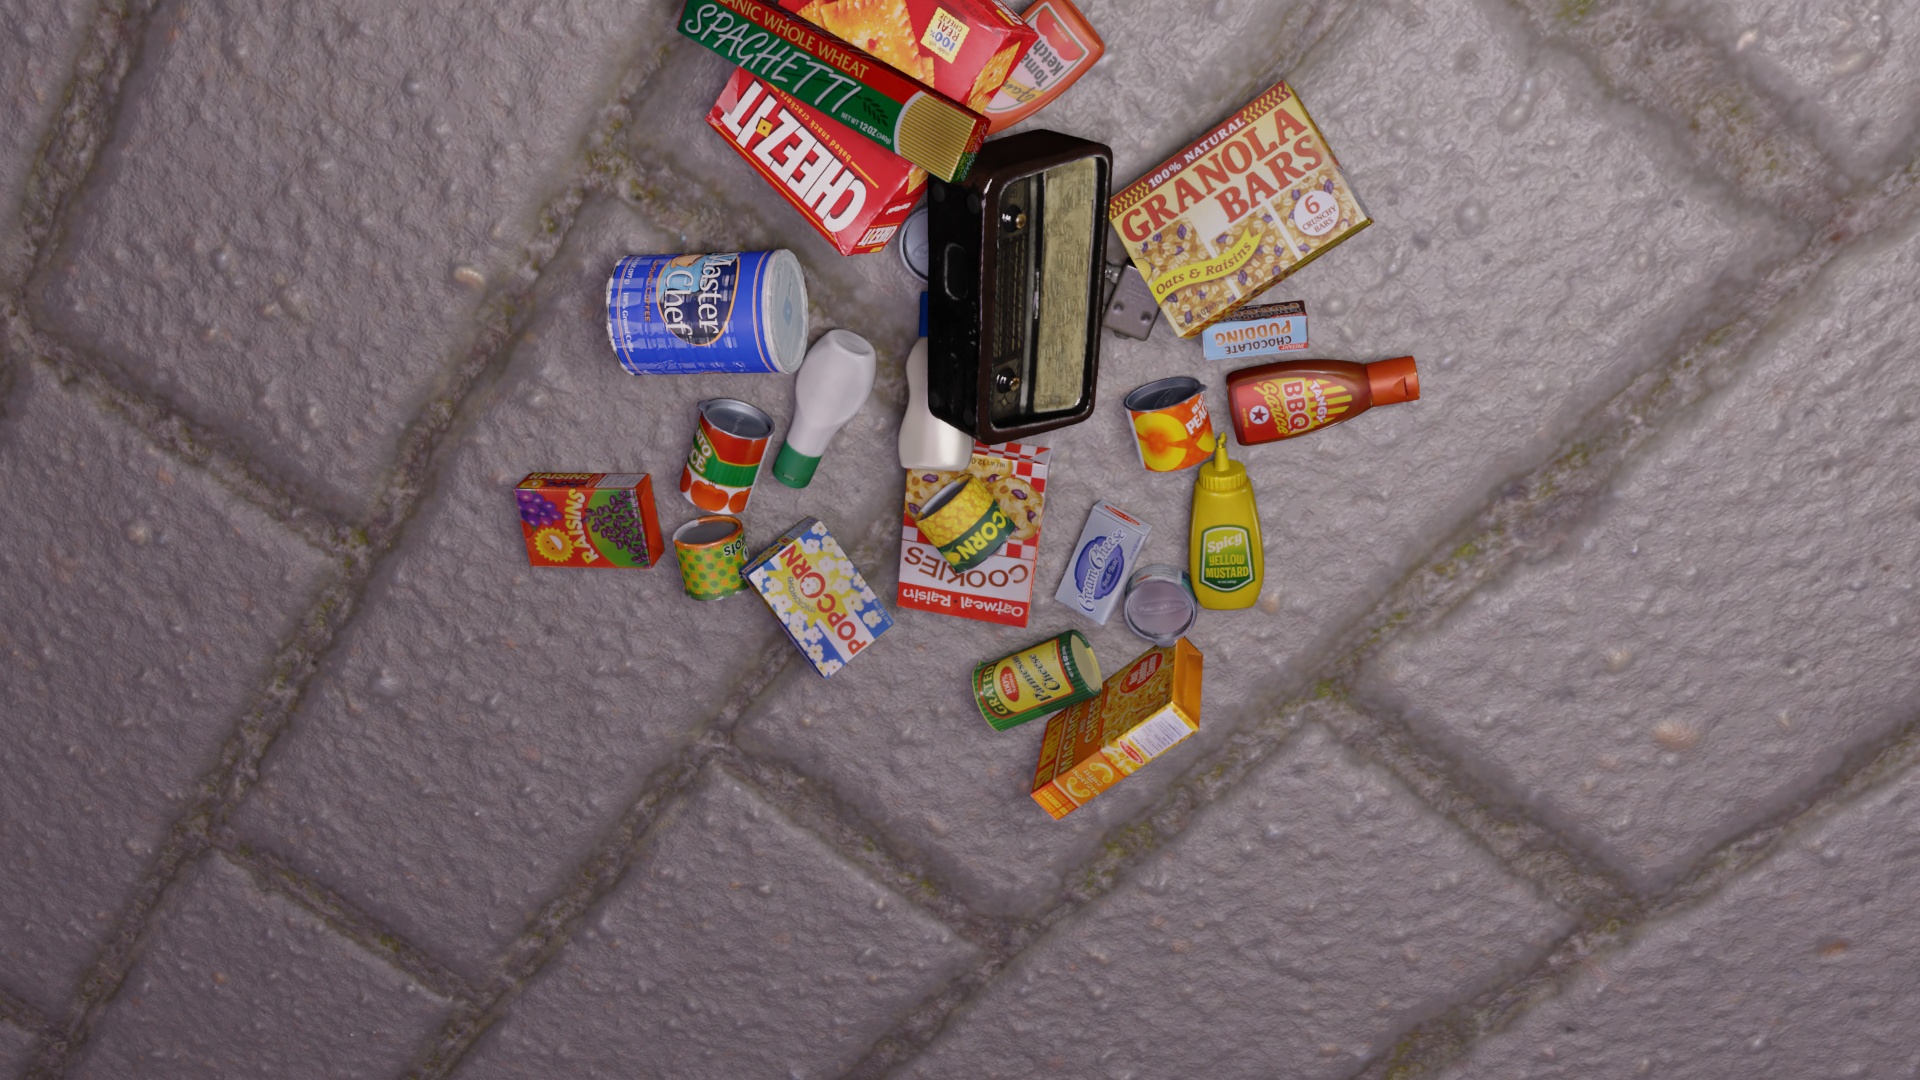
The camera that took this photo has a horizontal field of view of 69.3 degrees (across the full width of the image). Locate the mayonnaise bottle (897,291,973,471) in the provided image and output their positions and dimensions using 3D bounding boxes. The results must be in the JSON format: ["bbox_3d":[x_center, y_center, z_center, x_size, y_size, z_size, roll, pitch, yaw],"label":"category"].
[{"bbox_3d":[-0.018,-0.134,1.166,0.065,0.041,0.147,3,99,4],"label":"mayonnaise bottle"}]

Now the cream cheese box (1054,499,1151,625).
[{"bbox_3d":[0.127,0.021,1.241,0.053,0.024,0.103,30,120,16],"label":"cream cheese box"}]

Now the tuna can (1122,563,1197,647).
[{"bbox_3d":[0.181,0.058,1.252,0.071,0.033,0.070,5,118,9],"label":"tuna can"}]

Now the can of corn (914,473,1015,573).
[{"bbox_3d":[0.004,-0.015,1.181,0.071,0.071,0.058,-34,105,24],"label":"can of corn"}]

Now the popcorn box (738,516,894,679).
[{"bbox_3d":[-0.132,0.053,1.283,0.085,0.038,0.126,-39,108,-14],"label":"popcorn box"}]

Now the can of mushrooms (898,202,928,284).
[{"bbox_3d":[-0.015,-0.241,1.136,0.071,0.033,0.070,4,117,8],"label":"can of mushrooms"}]

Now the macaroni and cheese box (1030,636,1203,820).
[{"bbox_3d":[0.144,0.168,1.264,0.166,0.124,0.040,-39,103,26],"label":"macaroni and cheese box"}]

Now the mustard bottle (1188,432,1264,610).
[{"bbox_3d":[0.226,-0.017,1.196,0.065,0.049,0.159,-4,116,9],"label":"mustard bottle"}]

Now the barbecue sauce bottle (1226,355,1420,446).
[{"bbox_3d":[0.295,-0.120,1.133,0.148,0.044,0.064,-9,114,15],"label":"barbecue sauce bottle"}]

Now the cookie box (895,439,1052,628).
[{"bbox_3d":[0.010,-0.009,1.246,0.123,0.040,0.166,9,118,6],"label":"cookie box"}]

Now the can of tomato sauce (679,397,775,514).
[{"bbox_3d":[-0.211,-0.075,1.239,0.071,0.071,0.082,23,119,-1],"label":"can of tomato sauce"}]

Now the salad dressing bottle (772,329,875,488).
[{"bbox_3d":[-0.123,-0.113,1.218,0.064,0.044,0.147,26,120,-5],"label":"salad dressing bottle"}]

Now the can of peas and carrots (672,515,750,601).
[{"bbox_3d":[-0.227,0.016,1.290,0.071,0.071,0.058,-3,116,12],"label":"can of peas and carrots"}]

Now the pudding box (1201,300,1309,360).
[{"bbox_3d":[0.236,-0.169,1.116,0.084,0.050,0.030,-4,115,13],"label":"pudding box"}]

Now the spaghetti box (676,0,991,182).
[{"bbox_3d":[-0.096,-0.337,1.004,0.250,0.029,0.050,32,115,12],"label":"spaghetti box"}]

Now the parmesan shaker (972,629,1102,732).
[{"bbox_3d":[0.071,0.128,1.292,0.103,0.071,0.071,-24,110,21],"label":"parmesan shaker"}]

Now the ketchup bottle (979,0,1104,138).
[{"bbox_3d":[0.037,-0.349,1.065,0.148,0.044,0.064,-37,99,25],"label":"ketchup bottle"}]

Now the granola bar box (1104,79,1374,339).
[{"bbox_3d":[0.209,-0.249,1.060,0.165,0.039,0.124,-32,82,23],"label":"granola bar box"}]

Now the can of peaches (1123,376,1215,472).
[{"bbox_3d":[0.177,-0.097,1.154,0.071,0.071,0.058,-11,115,16],"label":"can of peaches"}]

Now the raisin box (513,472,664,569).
[{"bbox_3d":[-0.350,-0.018,1.312,0.123,0.040,0.085,1,118,11],"label":"raisin box"}]
